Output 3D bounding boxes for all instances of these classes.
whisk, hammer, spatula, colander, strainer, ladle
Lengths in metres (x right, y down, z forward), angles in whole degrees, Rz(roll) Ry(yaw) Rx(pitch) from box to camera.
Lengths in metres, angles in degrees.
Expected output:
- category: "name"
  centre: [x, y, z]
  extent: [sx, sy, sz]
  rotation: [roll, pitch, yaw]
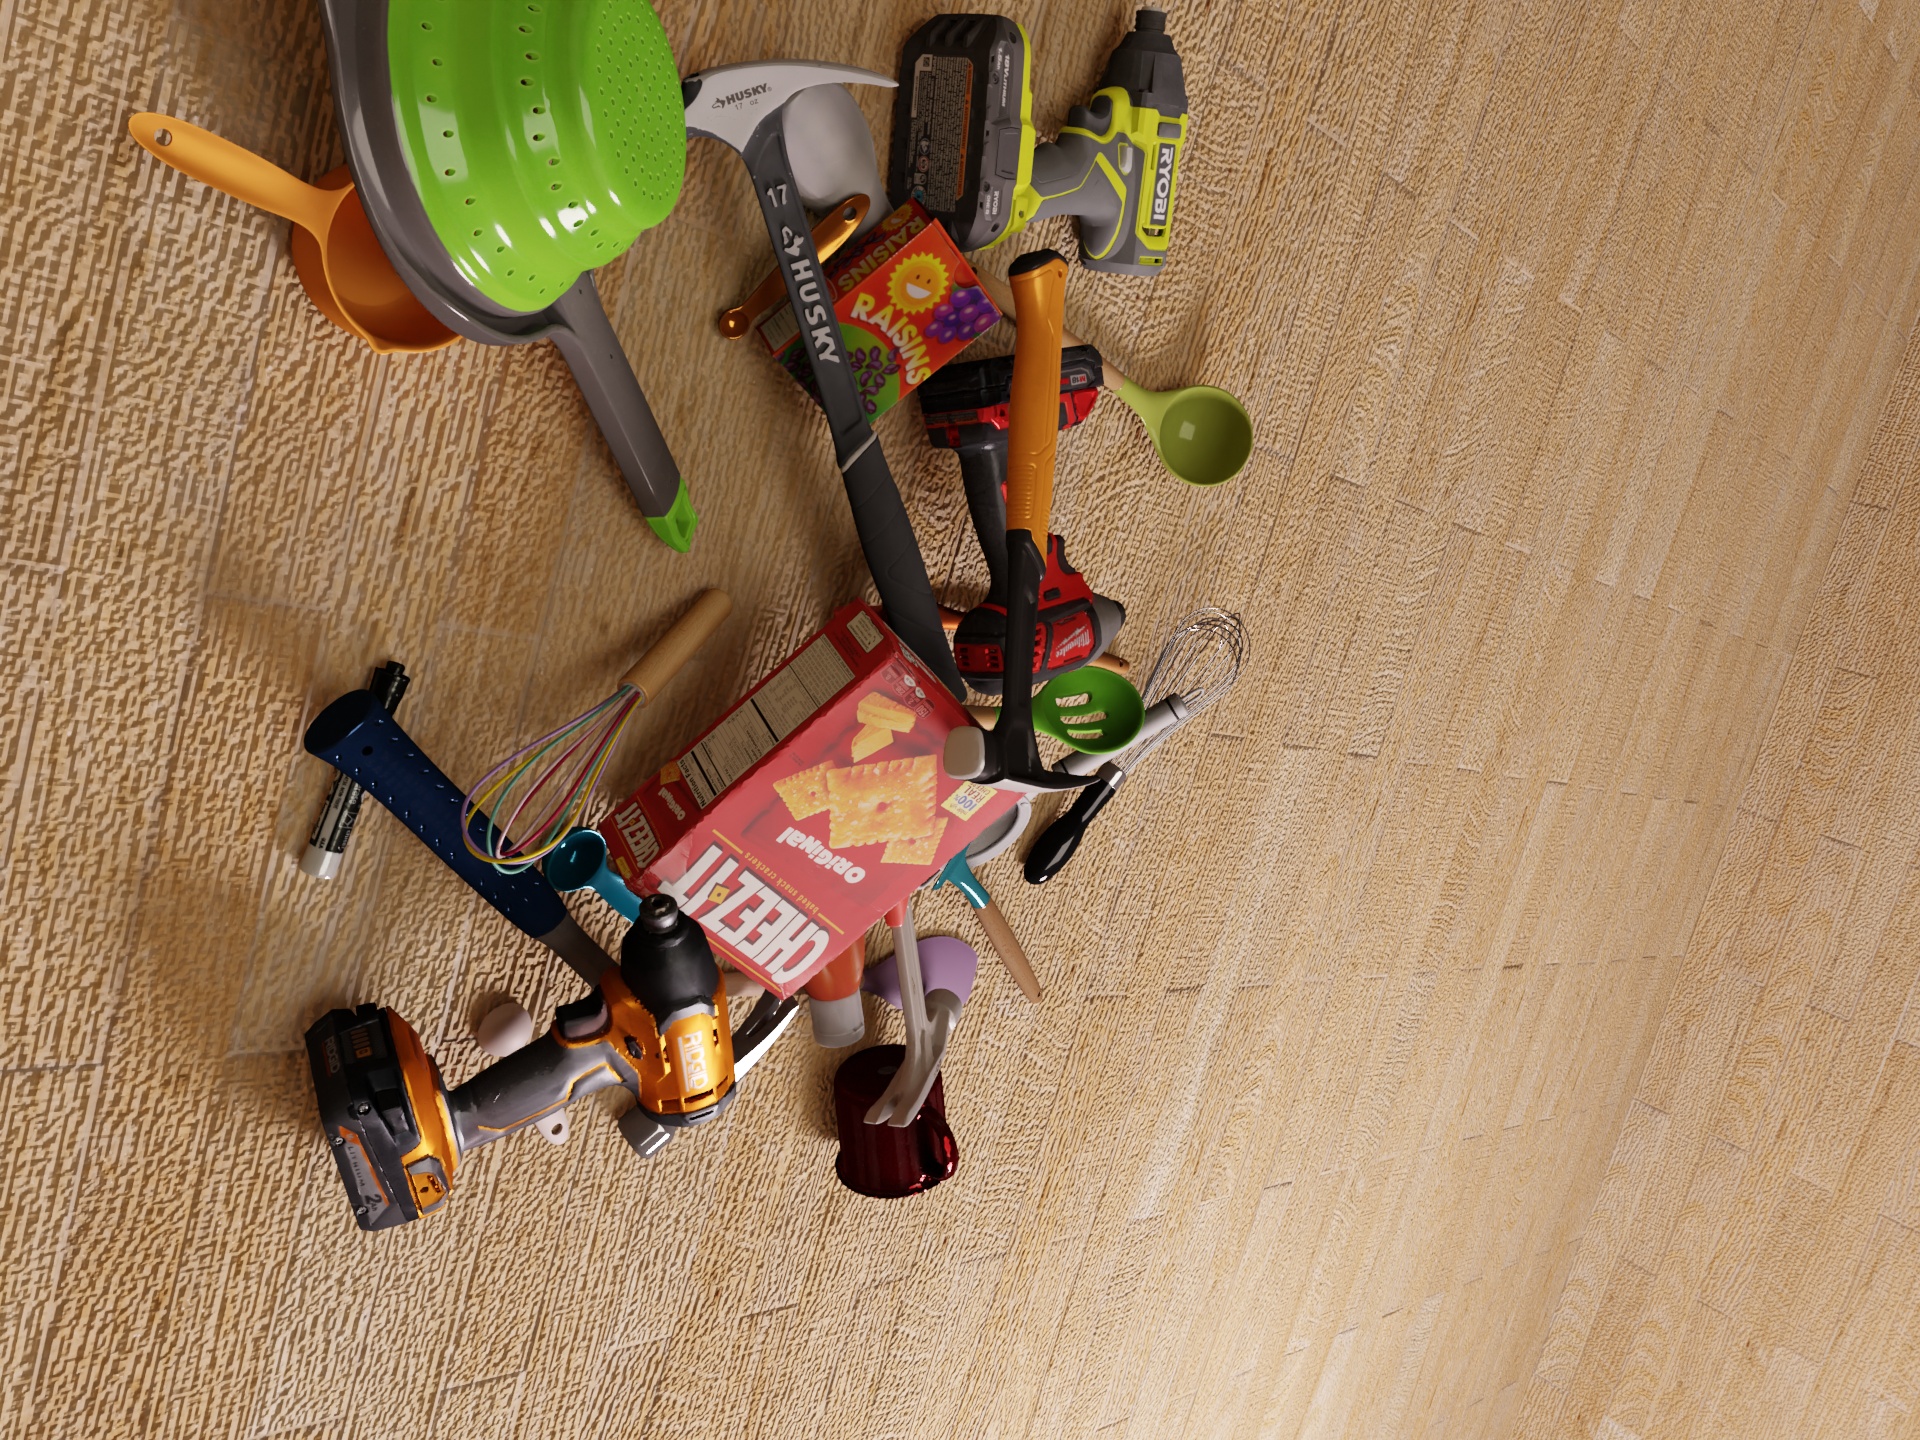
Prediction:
- category: "whisk"
  centre: [-0.194, 0.000, 0.899]
  extent: [0.245, 0.047, 0.051]
  rotation: [-56, 131, -44]
- category: "hammer"
  centre: [-0.062, -0.179, 0.935]
  extent: [0.149, 0.036, 0.408]
  rotation: [-20, 121, -4]
- category: "spatula"
  centre: [0.030, 0.154, 1.213]
  extent: [0.082, 0.044, 0.317]
  rotation: [-57, 149, -21]
- category: "hammer"
  centre: [-0.233, 0.120, 0.939]
  extent: [0.144, 0.035, 0.405]
  rotation: [-40, 135, -9]
- category: "spatula"
  centre: [0.037, -0.065, 1.161]
  extent: [0.322, 0.041, 0.081]
  rotation: [12, 78, -50]
- category: "whisk"
  centre: [0.142, 0.020, 1.299]
  extent: [0.284, 0.070, 0.070]
  rotation: [-51, 136, -9]
- category: "hammer"
  centre: [-0.050, 0.096, 1.102]
  extent: [0.149, 0.037, 0.359]
  rotation: [-53, 139, -63]
- category: "colander"
  centre: [-0.170, -0.229, 0.787]
  extent: [0.396, 0.094, 0.205]
  rotation: [71, 23, -50]
- category: "hammer"
  centre: [0.047, -0.124, 0.982]
  extent: [0.127, 0.034, 0.337]
  rotation: [12, 79, -52]
- category: "strainer"
  centre: [0.068, 0.042, 1.182]
  extent: [0.258, 0.050, 0.086]
  rotation: [-31, 147, 7]
- category: "spatula"
  centre: [-0.092, 0.187, 1.158]
  extent: [0.315, 0.018, 0.060]
  rotation: [8, 96, -48]
- category: "ladle"
  centre: [0.106, -0.253, 1.140]
  extent: [0.319, 0.062, 0.078]
  rotation: [23, 88, -46]

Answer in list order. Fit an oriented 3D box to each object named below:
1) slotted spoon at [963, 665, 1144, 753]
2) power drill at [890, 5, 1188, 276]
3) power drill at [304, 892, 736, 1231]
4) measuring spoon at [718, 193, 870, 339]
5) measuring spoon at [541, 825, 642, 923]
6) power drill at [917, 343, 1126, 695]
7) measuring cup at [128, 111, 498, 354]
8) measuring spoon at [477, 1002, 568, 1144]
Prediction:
- category: "slotted spoon"
  centre: [-0.002, -0.003, 1.068]
  extent: [0.313, 0.031, 0.070]
  rotation: [-2, 64, -37]
- category: "power drill"
  centre: [0.063, -0.379, 1.026]
  extent: [0.223, 0.080, 0.171]
  rotation: [-15, 118, -46]
- category: "power drill"
  centre: [-0.241, 0.185, 0.899]
  extent: [0.226, 0.084, 0.164]
  rotation: [-15, 130, -21]
- category: "measuring spoon"
  centre: [-0.098, -0.266, 0.927]
  extent: [0.117, 0.011, 0.021]
  rotation: [-42, 139, 5]
- category: "measuring spoon"
  centre: [-0.221, 0.101, 0.992]
  extent: [0.042, 0.021, 0.128]
  rotation: [-52, 146, -12]
- category: "power drill"
  centre: [0.050, -0.136, 1.077]
  extent: [0.143, 0.079, 0.219]
  rotation: [-18, 106, -40]
- category: "measuring cup"
  centre: [-0.300, -0.233, 0.731]
  extent: [0.173, 0.052, 0.095]
  rotation: [19, 93, -46]
- category: "measuring spoon"
  centre: [-0.266, 0.226, 0.995]
  extent: [0.034, 0.018, 0.124]
  rotation: [-37, 131, -29]
